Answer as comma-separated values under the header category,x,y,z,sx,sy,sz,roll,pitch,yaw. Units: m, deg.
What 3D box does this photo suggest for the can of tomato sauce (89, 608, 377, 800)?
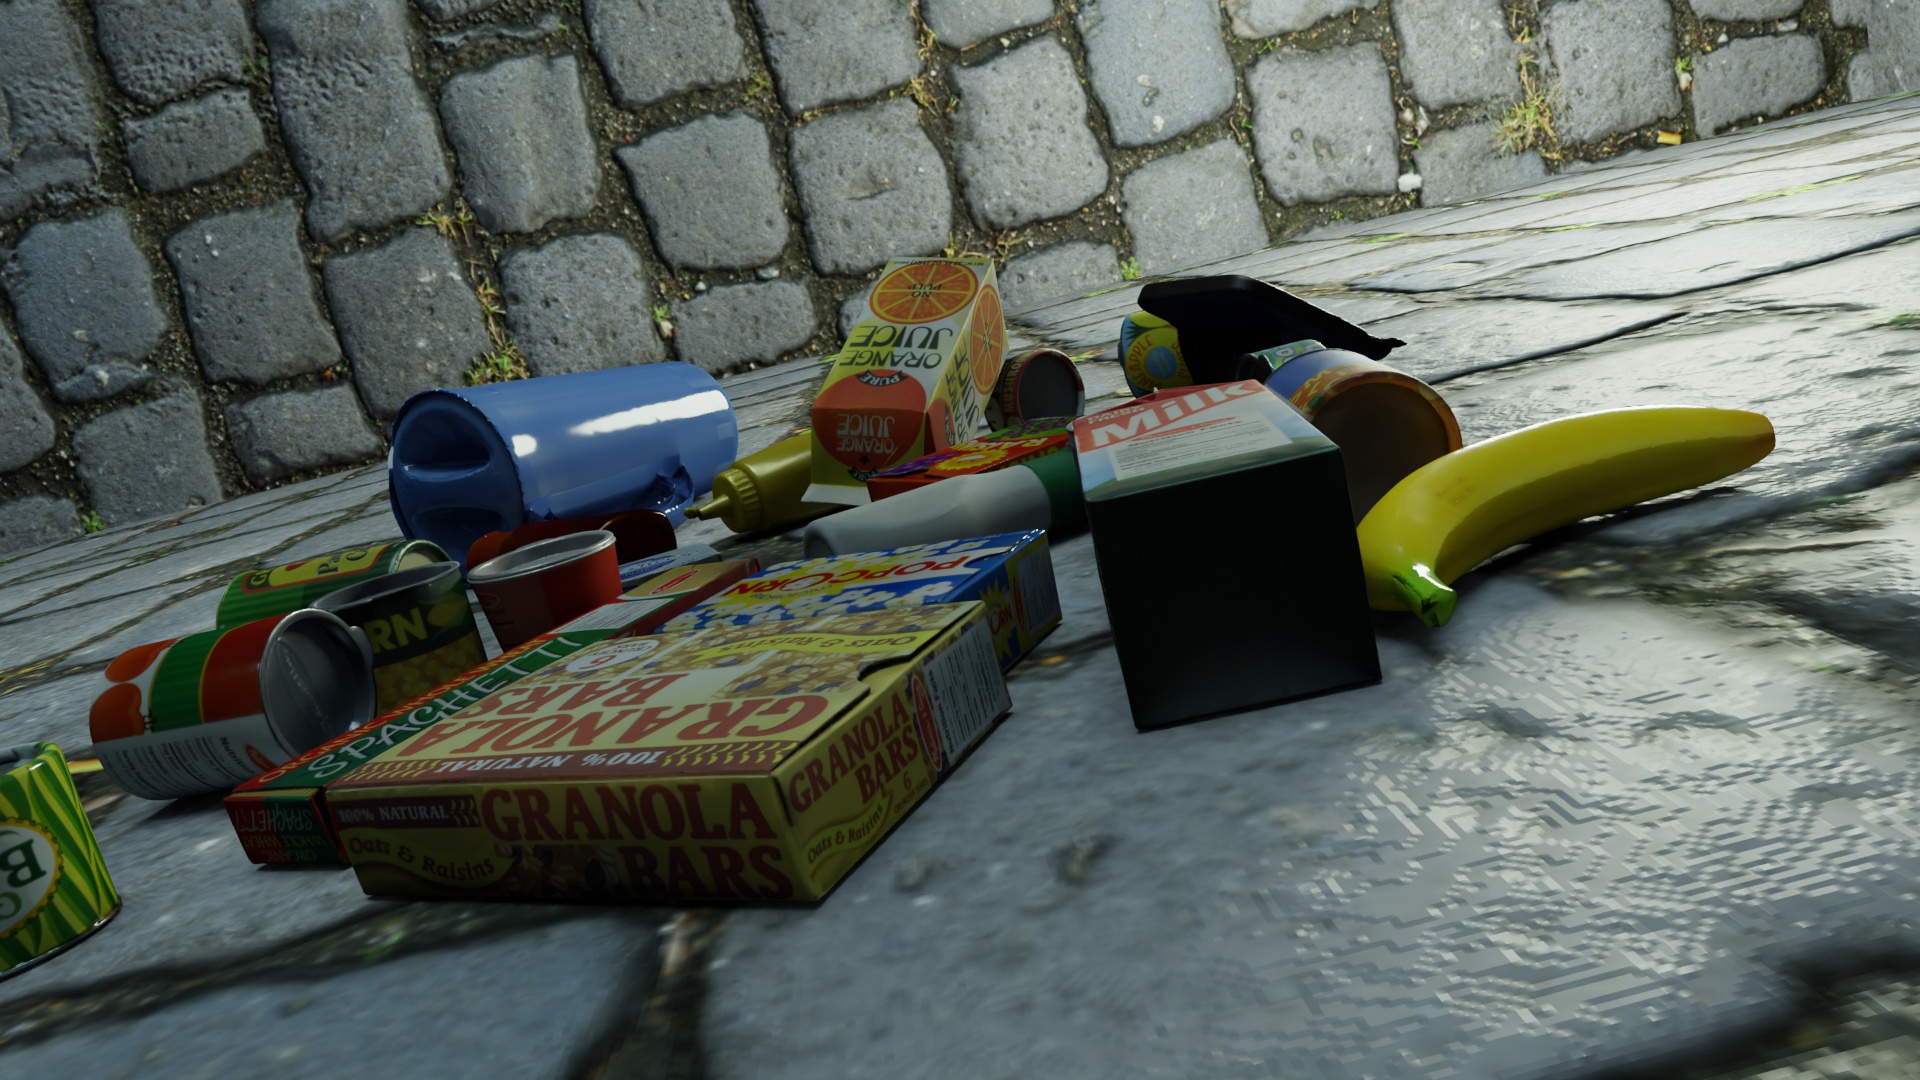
category,x,y,z,sx,sy,sz,roll,pitch,yaw
can of tomato sauce,-0.294,0.066,0.567,0.083,0.071,0.071,-11,12,14

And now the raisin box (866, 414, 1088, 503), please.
category,x,y,z,sx,sy,sz,roll,pitch,yaw
raisin box,0.024,-0.034,0.740,0.124,0.040,0.086,-22,15,-33

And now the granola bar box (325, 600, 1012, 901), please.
category,x,y,z,sx,sy,sz,roll,pitch,yaw
granola bar box,-0.085,0.062,0.422,0.165,0.039,0.125,-7,14,28

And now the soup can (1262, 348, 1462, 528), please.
category,x,y,z,sx,sy,sz,roll,pitch,yaw
soup can,0.159,-0.041,0.556,0.071,0.071,0.084,-13,12,4

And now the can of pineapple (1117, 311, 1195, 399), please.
category,x,y,z,sx,sy,sz,roll,pitch,yaw
can of pineapple,0.153,-0.135,0.997,0.058,0.071,0.071,-7,13,30

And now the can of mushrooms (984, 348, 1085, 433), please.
category,x,y,z,sx,sy,sz,roll,pitch,yaw
can of mushrooms,0.048,-0.095,0.922,0.071,0.071,0.033,-22,16,-36

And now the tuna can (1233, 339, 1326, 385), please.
category,x,y,z,sx,sy,sz,roll,pitch,yaw
tuna can,0.153,-0.059,0.638,0.033,0.071,0.071,-15,12,-6

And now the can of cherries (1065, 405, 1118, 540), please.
category,x,y,z,sx,sy,sz,roll,pitch,yaw
can of cherries,0.086,-0.030,0.609,0.071,0.058,0.071,-14,11,3

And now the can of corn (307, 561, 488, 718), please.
category,x,y,z,sx,sy,sz,roll,pitch,yaw
can of corn,-0.253,0.048,0.628,0.071,0.058,0.071,-13,12,3

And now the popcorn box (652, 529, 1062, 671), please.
category,x,y,z,sx,sy,sz,roll,pitch,yaw
popcorn box,-0.037,0.031,0.512,0.126,0.038,0.085,-7,12,28

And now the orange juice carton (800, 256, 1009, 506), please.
category,x,y,z,sx,sy,sz,roll,pitch,yaw
orange juice carton,-0.032,-0.087,0.837,0.072,0.072,0.194,4,46,18

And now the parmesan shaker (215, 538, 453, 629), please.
category,x,y,z,sx,sy,sz,roll,pitch,yaw
parmesan shaker,-0.319,0.039,0.726,0.103,0.071,0.071,-11,12,12

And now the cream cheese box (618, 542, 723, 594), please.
category,x,y,z,sx,sy,sz,roll,pitch,yaw
cream cheese box,-0.174,0.029,0.711,0.104,0.024,0.053,-17,11,-18

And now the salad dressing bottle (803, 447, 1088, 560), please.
category,x,y,z,sx,sy,sz,roll,pitch,yaw
salad dressing bottle,0.002,-0.008,0.639,0.148,0.044,0.064,-19,11,-28

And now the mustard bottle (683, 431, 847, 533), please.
category,x,y,z,sx,sy,sz,roll,pitch,yaw
mustard bottle,-0.105,-0.038,0.878,0.161,0.048,0.065,-22,20,-34

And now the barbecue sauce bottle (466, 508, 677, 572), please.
category,x,y,z,sx,sy,sz,roll,pitch,yaw
barbecue sauce bottle,-0.238,0.009,0.827,0.148,0.043,0.065,-5,15,39

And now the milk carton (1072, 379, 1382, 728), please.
category,x,y,z,sx,sy,sz,roll,pitch,yaw
milk carton,0.082,-0.008,0.478,0.073,0.072,0.191,-12,13,6

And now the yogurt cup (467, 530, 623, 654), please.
category,x,y,z,sx,sy,sz,roll,pitch,yaw
yogurt cup,-0.187,0.031,0.643,0.072,0.053,0.072,-13,12,3

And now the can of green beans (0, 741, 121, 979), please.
category,x,y,z,sx,sy,sz,roll,pitch,yaw
can of green beans,-0.313,0.103,0.441,0.071,0.057,0.071,-13,12,3

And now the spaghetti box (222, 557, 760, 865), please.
category,x,y,z,sx,sy,sz,roll,pitch,yaw
spaghetti box,-0.167,0.058,0.554,0.050,0.028,0.251,-7,13,29
